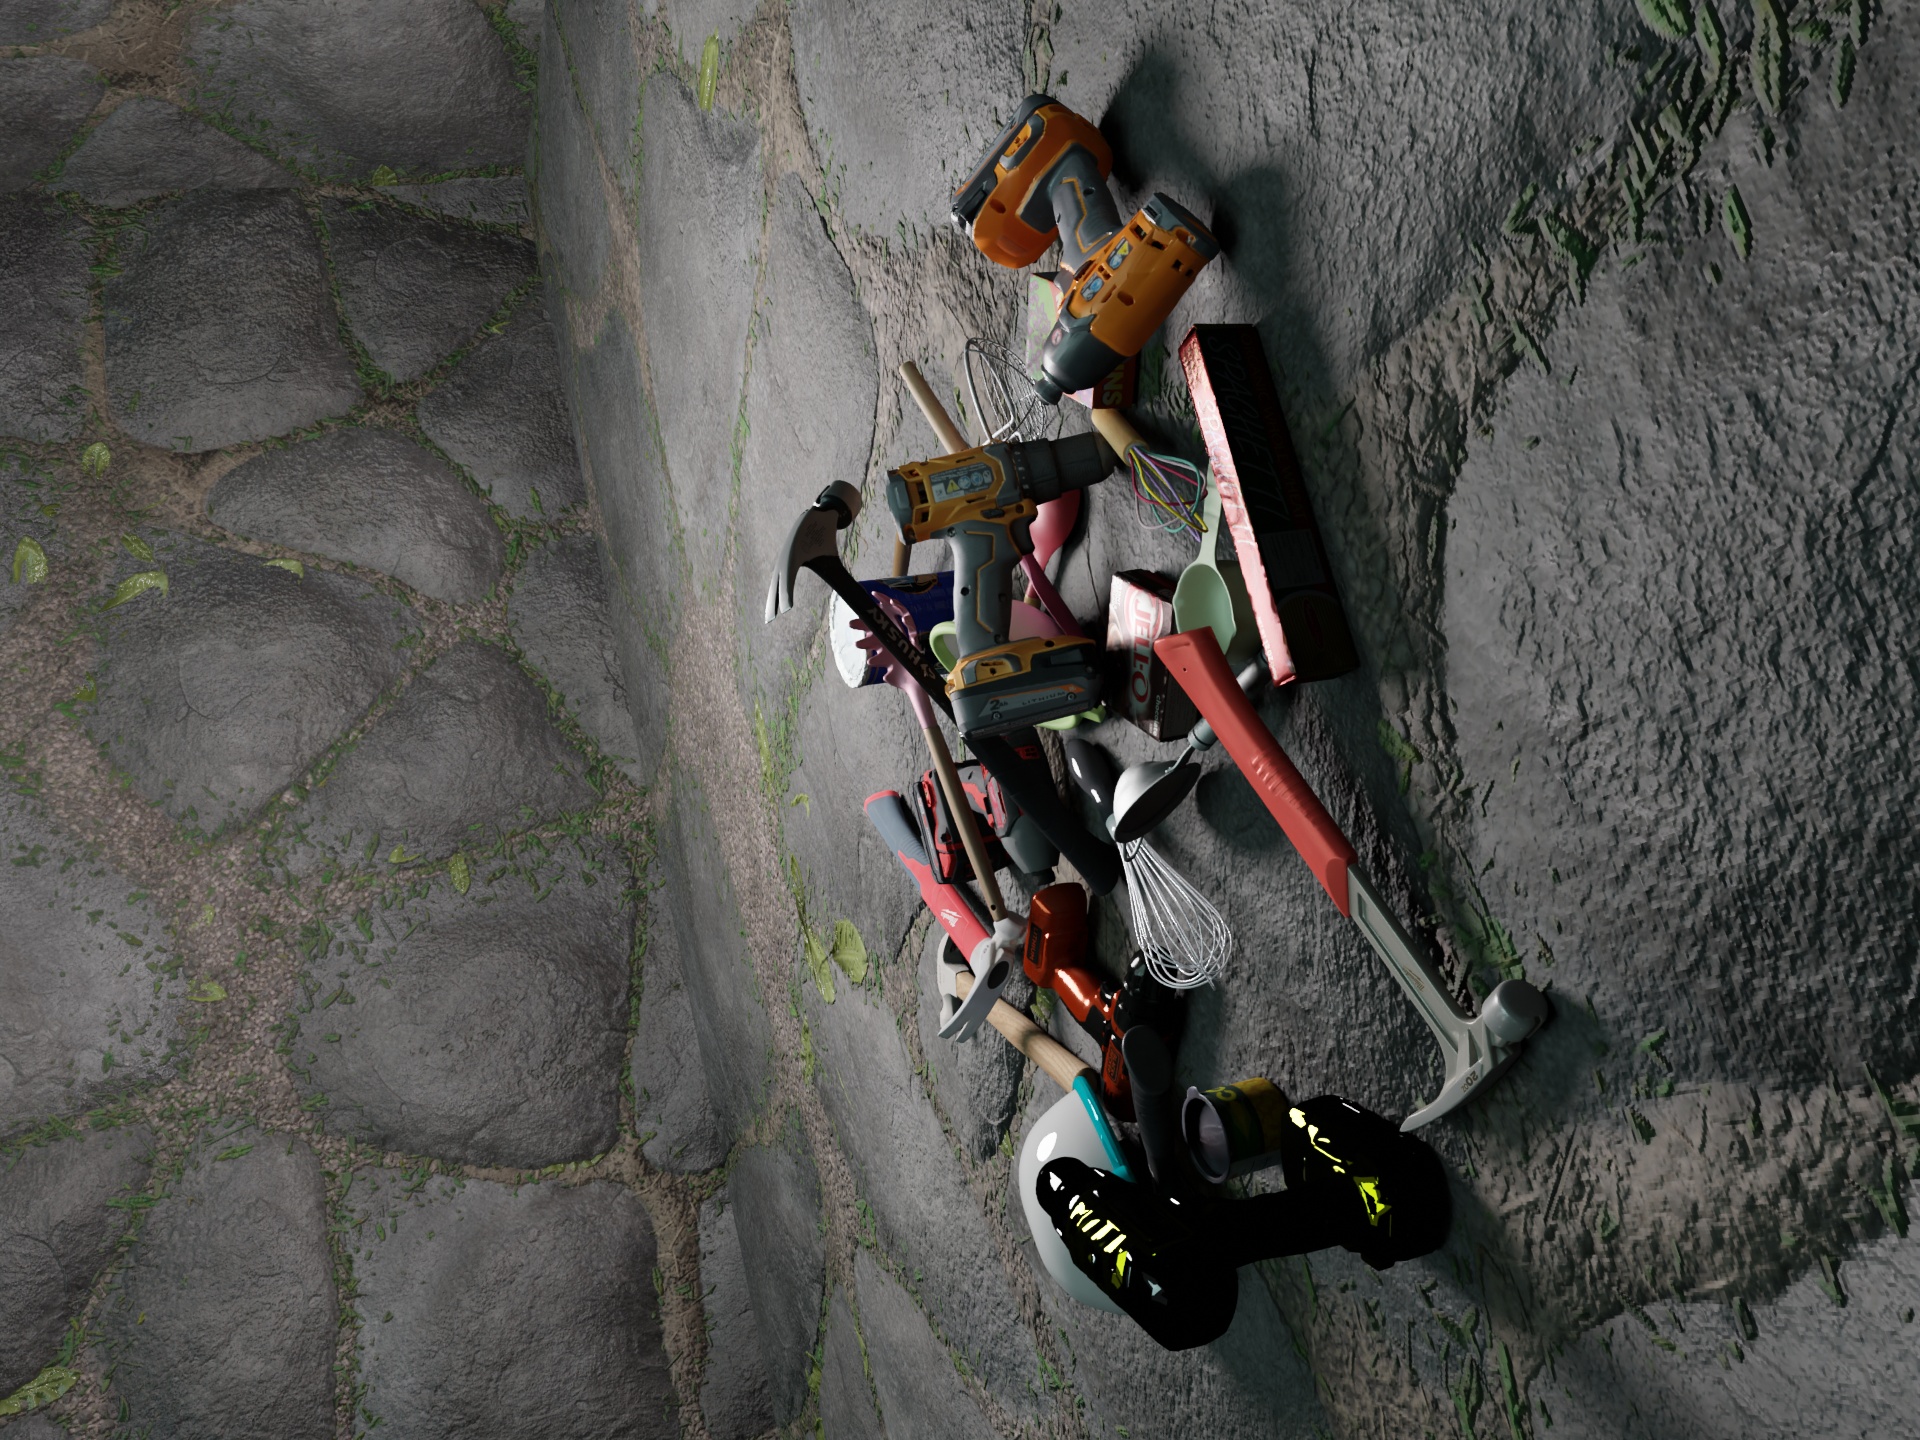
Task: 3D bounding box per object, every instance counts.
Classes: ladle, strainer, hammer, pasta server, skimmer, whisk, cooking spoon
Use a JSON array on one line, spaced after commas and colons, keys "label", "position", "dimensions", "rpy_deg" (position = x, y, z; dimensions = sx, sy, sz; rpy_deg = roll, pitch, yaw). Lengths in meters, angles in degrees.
[{"label": "ladle", "position": [0.063, -0.094, 1.434], "dimensions": [0.069, 0.031, 0.315], "rpy_deg": [-124, 31, -42]}, {"label": "strainer", "position": [0.099, 0.395, 1.278], "dimensions": [0.340, 0.095, 0.211], "rpy_deg": [75, 172, -71]}, {"label": "ladle", "position": [-0.073, -0.154, 1.647], "dimensions": [0.320, 0.062, 0.078], "rpy_deg": [102, 148, -57]}, {"label": "hammer", "position": [0.228, 0.083, 1.029], "dimensions": [0.359, 0.036, 0.149], "rpy_deg": [59, 149, 29]}, {"label": "pasta server", "position": [-0.022, 0.033, 1.436], "dimensions": [0.060, 0.040, 0.316], "rpy_deg": [-24, 83, 32]}, {"label": "skimmer", "position": [-0.011, -0.238, 1.470], "dimensions": [0.363, 0.090, 0.127], "rpy_deg": [-30, 76, 67]}, {"label": "strainer", "position": [0.171, 0.015, 1.160], "dimensions": [0.050, 0.087, 0.258], "rpy_deg": [53, 137, 18]}, {"label": "hammer", "position": [0.049, 0.302, 1.605], "dimensions": [0.331, 0.031, 0.130], "rpy_deg": [-156, 59, -64]}, {"label": "whisk", "position": [0.131, -0.190, 1.155], "dimensions": [0.245, 0.047, 0.051], "rpy_deg": [-110, 24, -60]}, {"label": "cooking spoon", "position": [0.037, -0.167, 1.338], "dimensions": [0.319, 0.017, 0.069], "rpy_deg": [58, -173, 3]}, {"label": "hammer", "position": [-0.002, -0.004, 1.298], "dimensions": [0.036, 0.149, 0.408], "rpy_deg": [-26, 113, 41]}, {"label": "hammer", "position": [-0.038, 0.187, 1.710], "dimensions": [0.143, 0.038, 0.387], "rpy_deg": [-61, 29, 11]}, {"label": "whisk", "position": [0.142, 0.106, 1.280], "dimensions": [0.285, 0.070, 0.070], "rpy_deg": [-116, 28, -46]}, {"label": "strainer", "position": [0.034, -0.056, 1.429], "dimensions": [0.069, 0.151, 0.256], "rpy_deg": [-58, 16, -15]}, {"label": "hammer", "position": [0.151, 0.325, 1.221], "dimensions": [0.334, 0.035, 0.146], "rpy_deg": [76, 172, -50]}]

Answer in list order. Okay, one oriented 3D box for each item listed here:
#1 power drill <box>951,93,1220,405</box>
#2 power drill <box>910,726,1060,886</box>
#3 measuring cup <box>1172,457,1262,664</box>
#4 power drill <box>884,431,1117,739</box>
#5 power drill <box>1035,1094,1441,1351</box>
[{"label": "power drill", "position": [0.077, -0.342, 1.165], "dimensions": [0.164, 0.084, 0.227], "rpy_deg": [-49, 46, 22]}, {"label": "power drill", "position": [0.032, 0.092, 1.493], "dimensions": [0.219, 0.078, 0.143], "rpy_deg": [151, 105, -68]}, {"label": "measuring cup", "position": [0.188, -0.119, 1.107], "dimensions": [0.083, 0.038, 0.167], "rpy_deg": [-143, 52, -60]}, {"label": "power drill", "position": [0.052, -0.115, 1.255], "dimensions": [0.084, 0.185, 0.226], "rpy_deg": [66, -170, -81]}, {"label": "power drill", "position": [0.175, 0.316, 1.040], "dimensions": [0.191, 0.228, 0.080], "rpy_deg": [-161, 64, -65]}]
